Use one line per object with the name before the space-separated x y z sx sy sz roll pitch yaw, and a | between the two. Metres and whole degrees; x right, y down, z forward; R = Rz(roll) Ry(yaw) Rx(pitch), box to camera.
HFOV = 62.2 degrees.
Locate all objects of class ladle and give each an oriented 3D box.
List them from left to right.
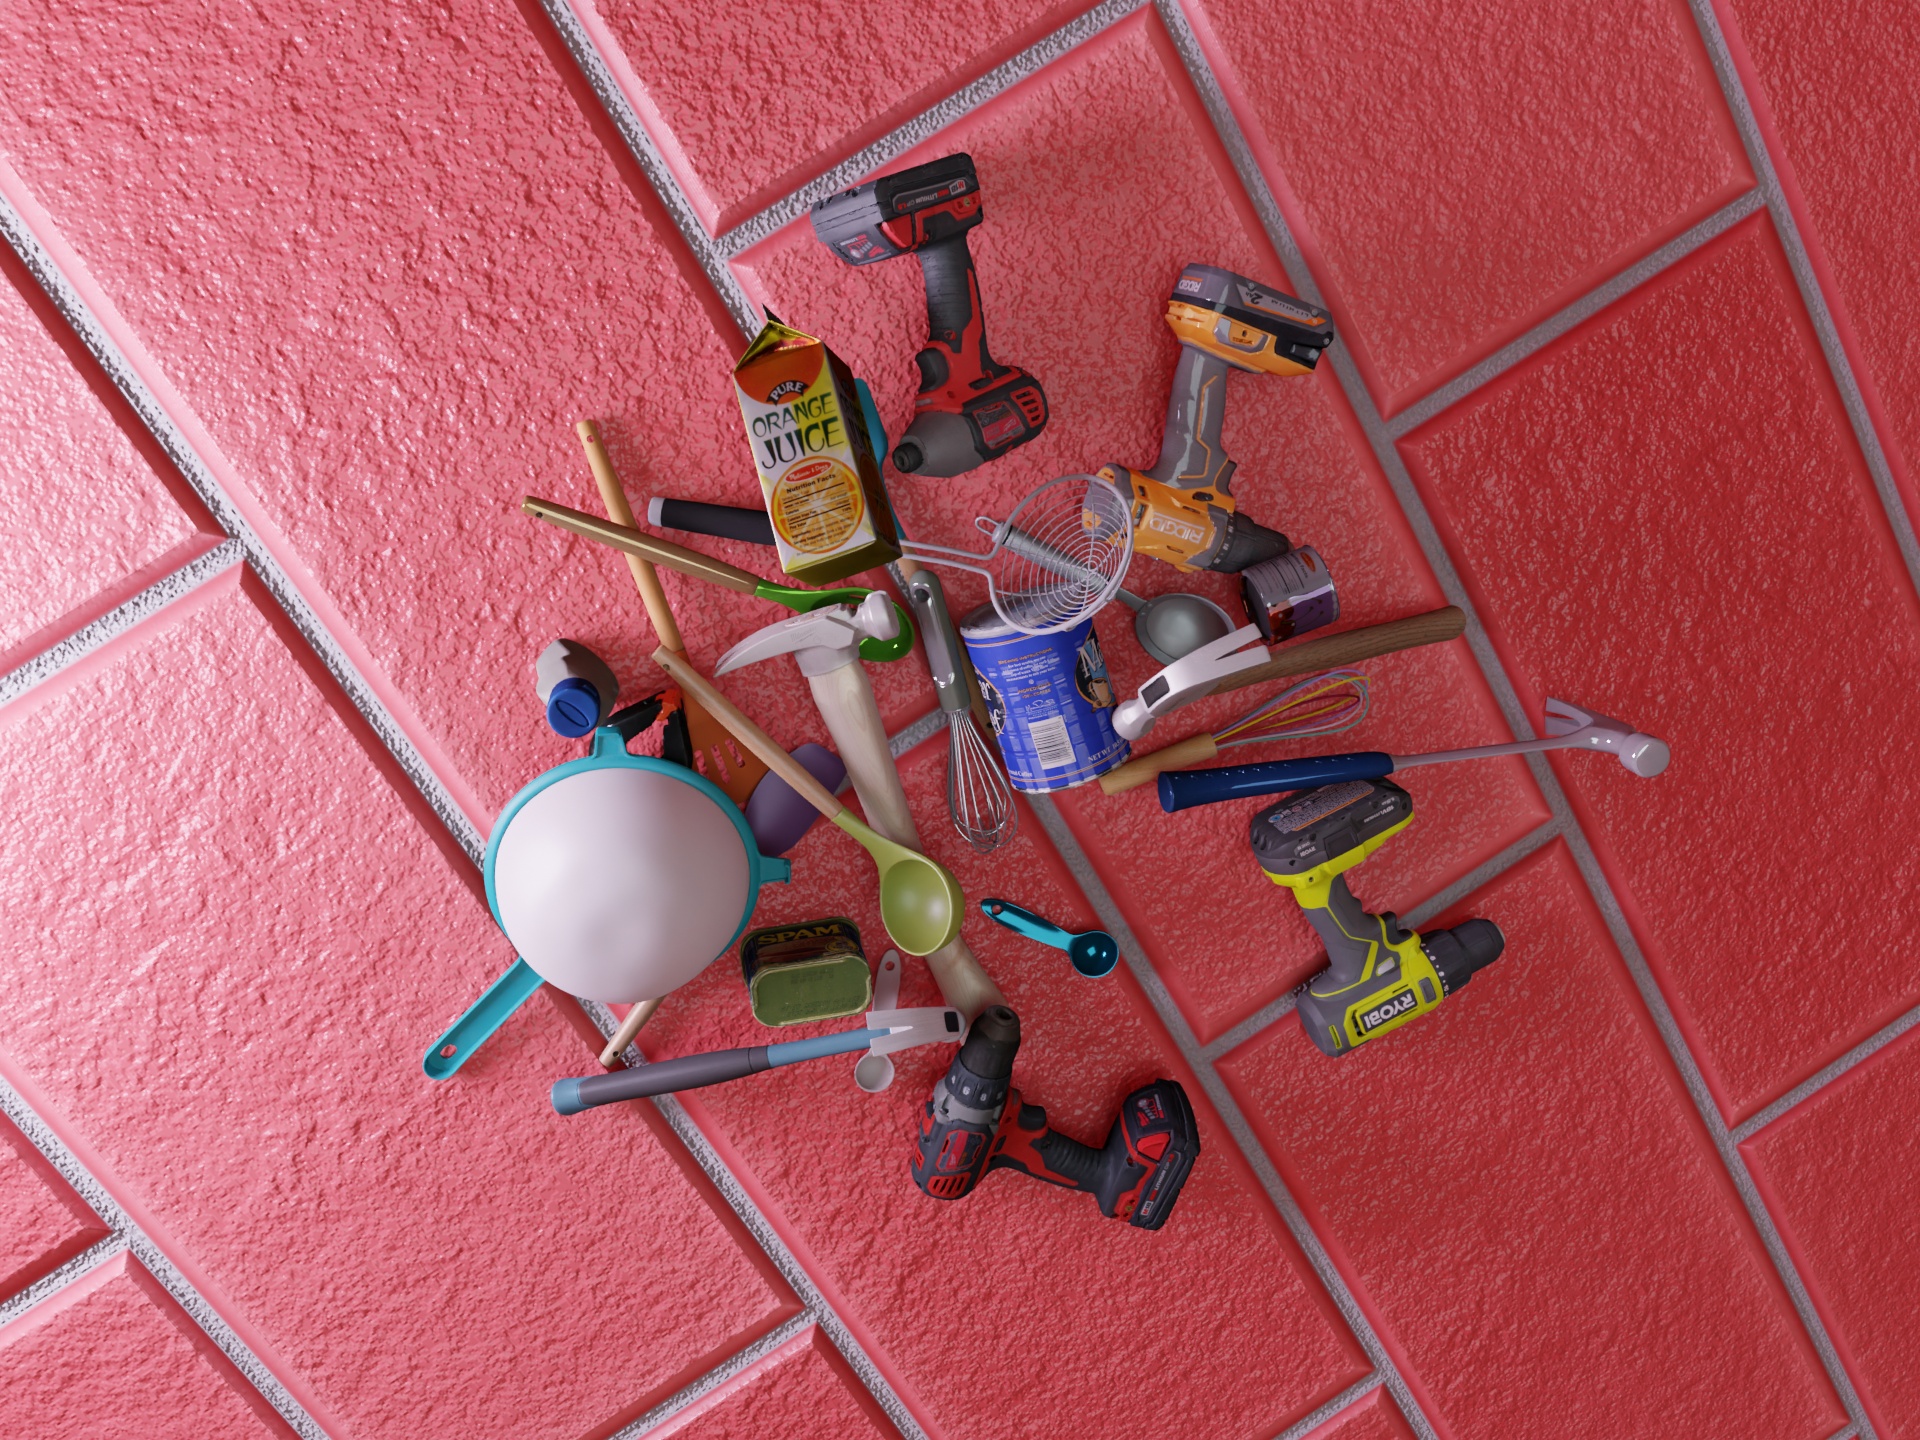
ladle | -0.118 0.061 1.218 0.320 0.062 0.078 43 127 -14

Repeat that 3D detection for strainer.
strainer | -0.301 0.181 1.212 0.340 0.095 0.210 -44 113 11
strainer | 0.127 -0.106 1.289 0.258 0.050 0.086 26 140 -11

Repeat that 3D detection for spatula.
spatula | -0.230 -0.077 1.232 0.081 0.041 0.322 -21 102 -6
spatula | -0.200 0.151 1.292 0.059 0.018 0.316 34 94 -26
spatula | -0.040 -0.115 1.250 0.082 0.044 0.317 -24 109 12

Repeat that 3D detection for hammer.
hammer | -0.164 0.272 1.276 0.331 0.128 0.033 -12 77 5
hammer | -0.058 0.101 1.284 0.146 0.038 0.410 -18 112 6
hammer | 0.282 -0.053 1.264 0.331 0.130 0.031 -13 73 -31
hammer | 0.363 0.034 1.323 0.405 0.144 0.035 -7 106 -8

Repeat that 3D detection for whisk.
whisk | -0.002 -0.004 1.269 0.058 0.059 0.246 -3 114 28
whisk | 0.233 0.014 1.341 0.245 0.047 0.051 -21 96 -2

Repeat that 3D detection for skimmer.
skimmer | -0.056 -0.142 1.176 0.363 0.090 0.127 9 74 2

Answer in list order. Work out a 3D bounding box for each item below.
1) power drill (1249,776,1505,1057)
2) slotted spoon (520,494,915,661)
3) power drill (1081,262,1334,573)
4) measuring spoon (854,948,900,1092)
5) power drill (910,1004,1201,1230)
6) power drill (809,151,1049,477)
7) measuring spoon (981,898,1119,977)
power drill | 0.363 0.161 1.382 0.190 0.080 0.228 -26 109 -5
slotted spoon | -0.179 -0.113 1.211 0.313 0.031 0.070 19 134 -20
power drill | 0.215 -0.225 1.261 0.185 0.084 0.226 15 104 -22
measuring spoon | -0.067 0.253 1.348 0.034 0.018 0.124 8 94 -13
power drill | 0.084 0.335 1.347 0.226 0.080 0.187 13 116 -12
power drill | -0.021 -0.290 1.173 0.143 0.078 0.219 -33 112 -37
measuring spoon | 0.075 0.180 1.360 0.128 0.021 0.042 25 98 -7
